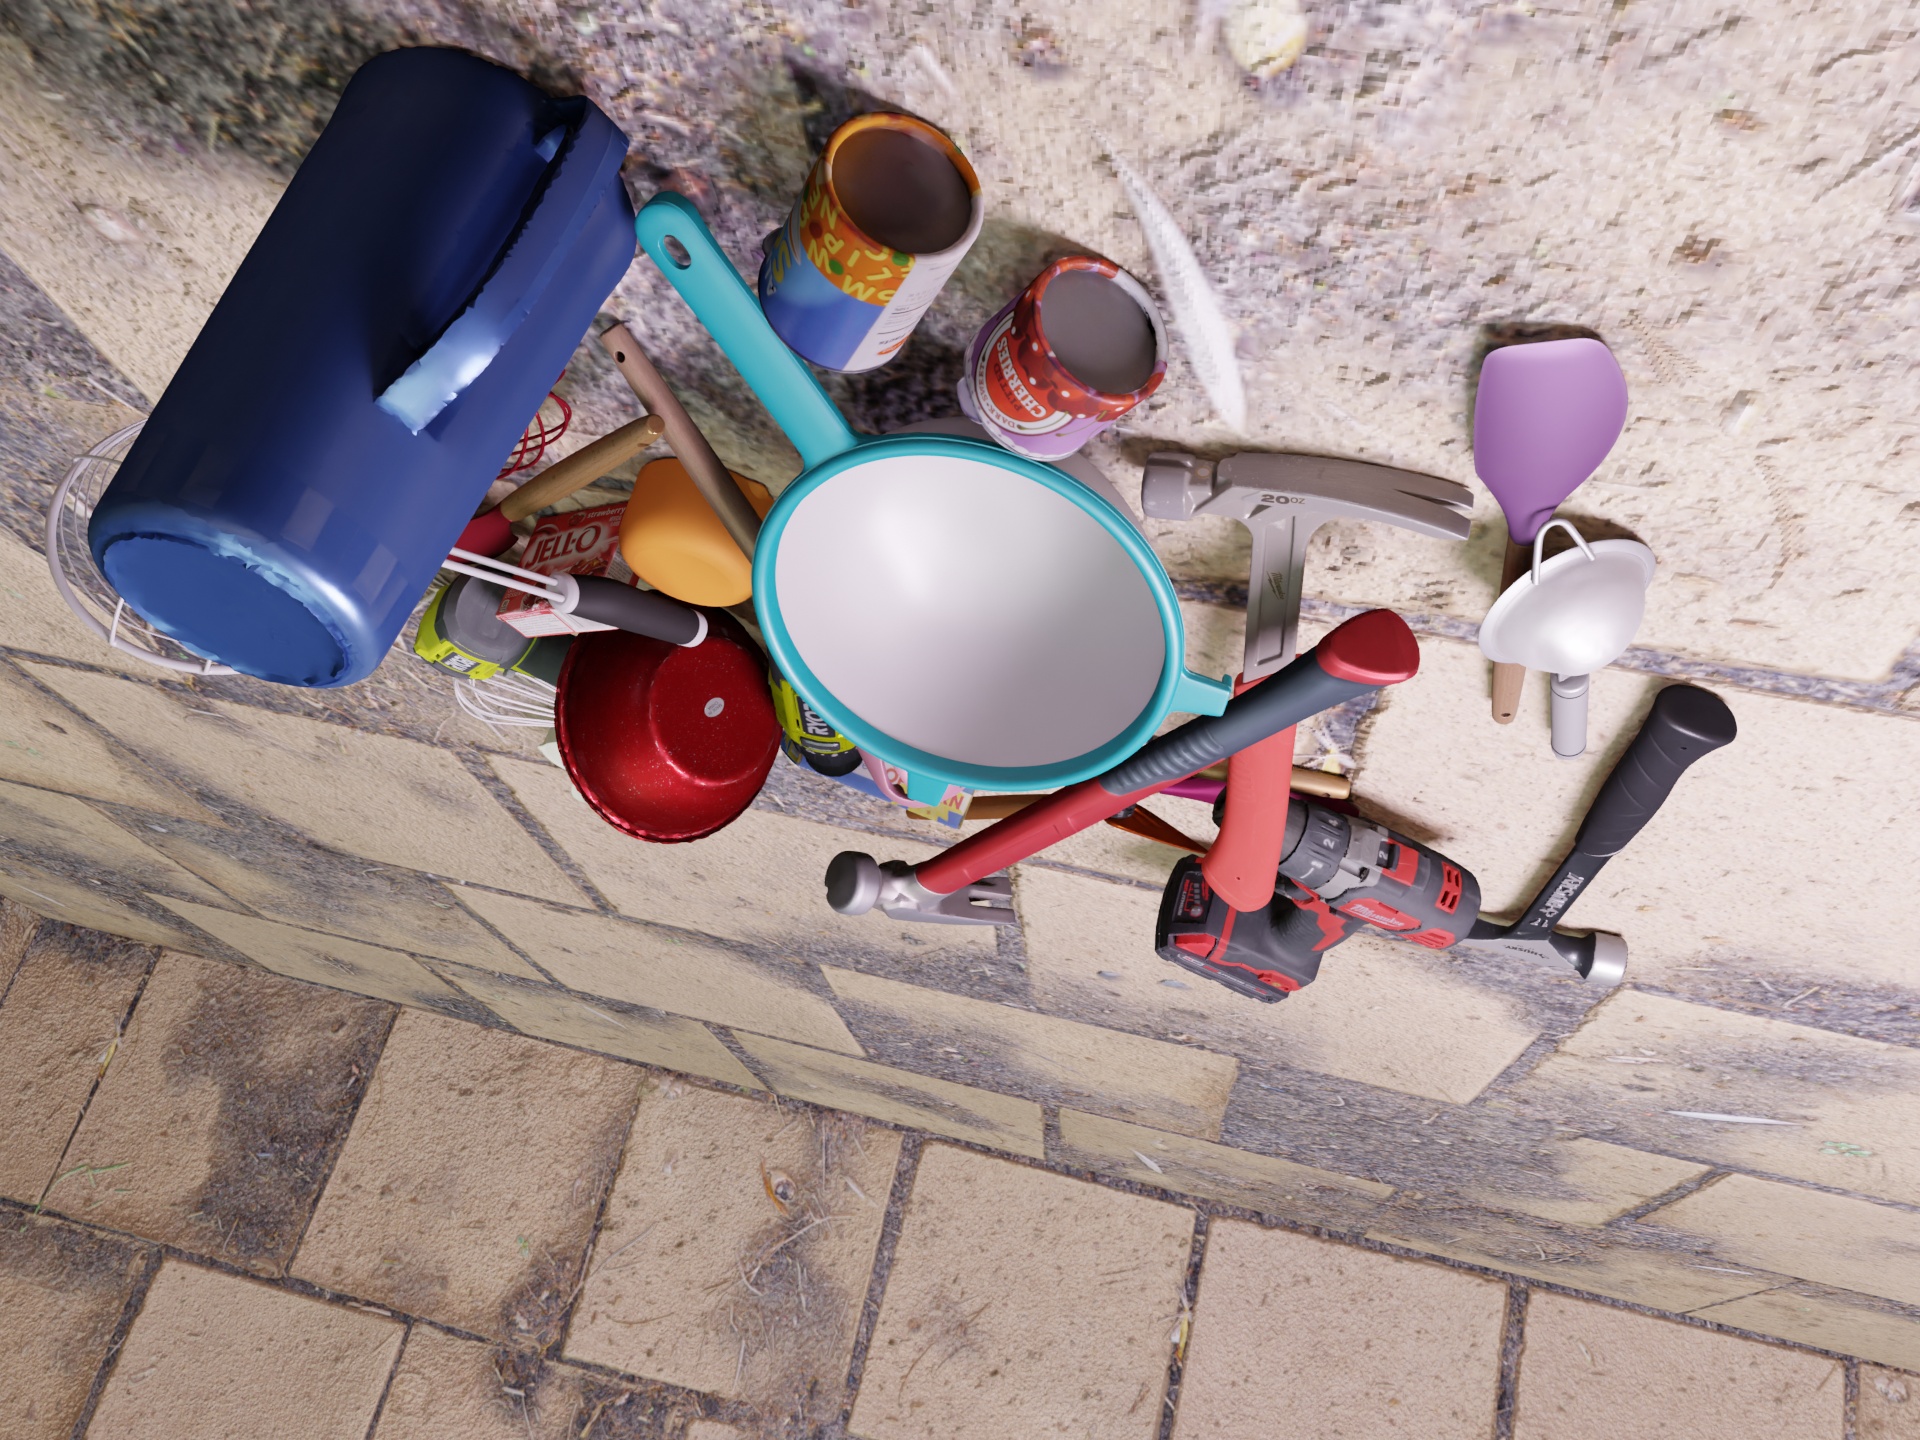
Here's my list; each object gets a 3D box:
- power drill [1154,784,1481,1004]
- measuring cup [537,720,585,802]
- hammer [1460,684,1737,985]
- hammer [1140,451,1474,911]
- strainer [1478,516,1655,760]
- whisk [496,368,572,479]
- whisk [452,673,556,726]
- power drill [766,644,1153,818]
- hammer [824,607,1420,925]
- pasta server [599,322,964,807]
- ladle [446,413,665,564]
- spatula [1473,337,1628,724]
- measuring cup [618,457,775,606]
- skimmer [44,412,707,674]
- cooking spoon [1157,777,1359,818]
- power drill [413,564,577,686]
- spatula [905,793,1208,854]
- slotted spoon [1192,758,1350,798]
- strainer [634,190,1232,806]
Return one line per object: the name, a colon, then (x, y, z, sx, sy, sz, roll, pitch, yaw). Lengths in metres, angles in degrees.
power drill: (0.218, 0.116, 1.098, 0.187, 0.080, 0.226, 25, 153, -13)
measuring cup: (-0.306, 0.033, 1.323, 0.083, 0.038, 0.167, 19, 159, -9)
hammer: (0.390, 0.080, 0.995, 0.149, 0.036, 0.408, 12, 156, 11)
hammer: (0.174, -0.002, 0.859, 0.149, 0.037, 0.358, 10, 144, 15)
strainer: (0.307, -0.023, 0.796, 0.087, 0.050, 0.258, -25, 153, 10)
whisk: (-0.288, -0.147, 0.879, 0.073, 0.073, 0.296, 28, 158, -27)
whisk: (-0.274, 0.002, 1.230, 0.246, 0.058, 0.059, 21, -169, -19)
power drill: (-0.002, -0.003, 0.966, 0.228, 0.080, 0.190, 8, 156, 3)
hammer: (0.093, 0.040, 0.873, 0.143, 0.038, 0.386, 11, 150, -40)
pasta server: (-0.088, -0.071, 0.832, 0.060, 0.040, 0.316, -25, 114, 21)
ladle: (-0.239, -0.125, 0.890, 0.069, 0.031, 0.315, 1, 173, -37)
spatula: (0.266, -0.074, 0.745, 0.060, 0.018, 0.315, -3, 152, 13)
measuring cup: (-0.122, -0.082, 0.924, 0.095, 0.052, 0.173, -8, 145, 43)
skimmer: (-0.261, -0.064, 0.796, 0.090, 0.127, 0.363, -26, 163, 20)
cooking spoon: (0.112, 0.039, 1.093, 0.319, 0.017, 0.068, 11, 156, 8)
power drill: (-0.254, -0.029, 1.081, 0.223, 0.080, 0.171, 25, 164, -23)
spatula: (0.047, 0.070, 1.136, 0.081, 0.041, 0.323, 18, 166, -31)
slotted spoon: (0.098, 0.019, 1.050, 0.314, 0.031, 0.070, 10, 155, 9)
strainer: (-0.024, -0.116, 0.753, 0.211, 0.095, 0.340, -20, 121, 34)
